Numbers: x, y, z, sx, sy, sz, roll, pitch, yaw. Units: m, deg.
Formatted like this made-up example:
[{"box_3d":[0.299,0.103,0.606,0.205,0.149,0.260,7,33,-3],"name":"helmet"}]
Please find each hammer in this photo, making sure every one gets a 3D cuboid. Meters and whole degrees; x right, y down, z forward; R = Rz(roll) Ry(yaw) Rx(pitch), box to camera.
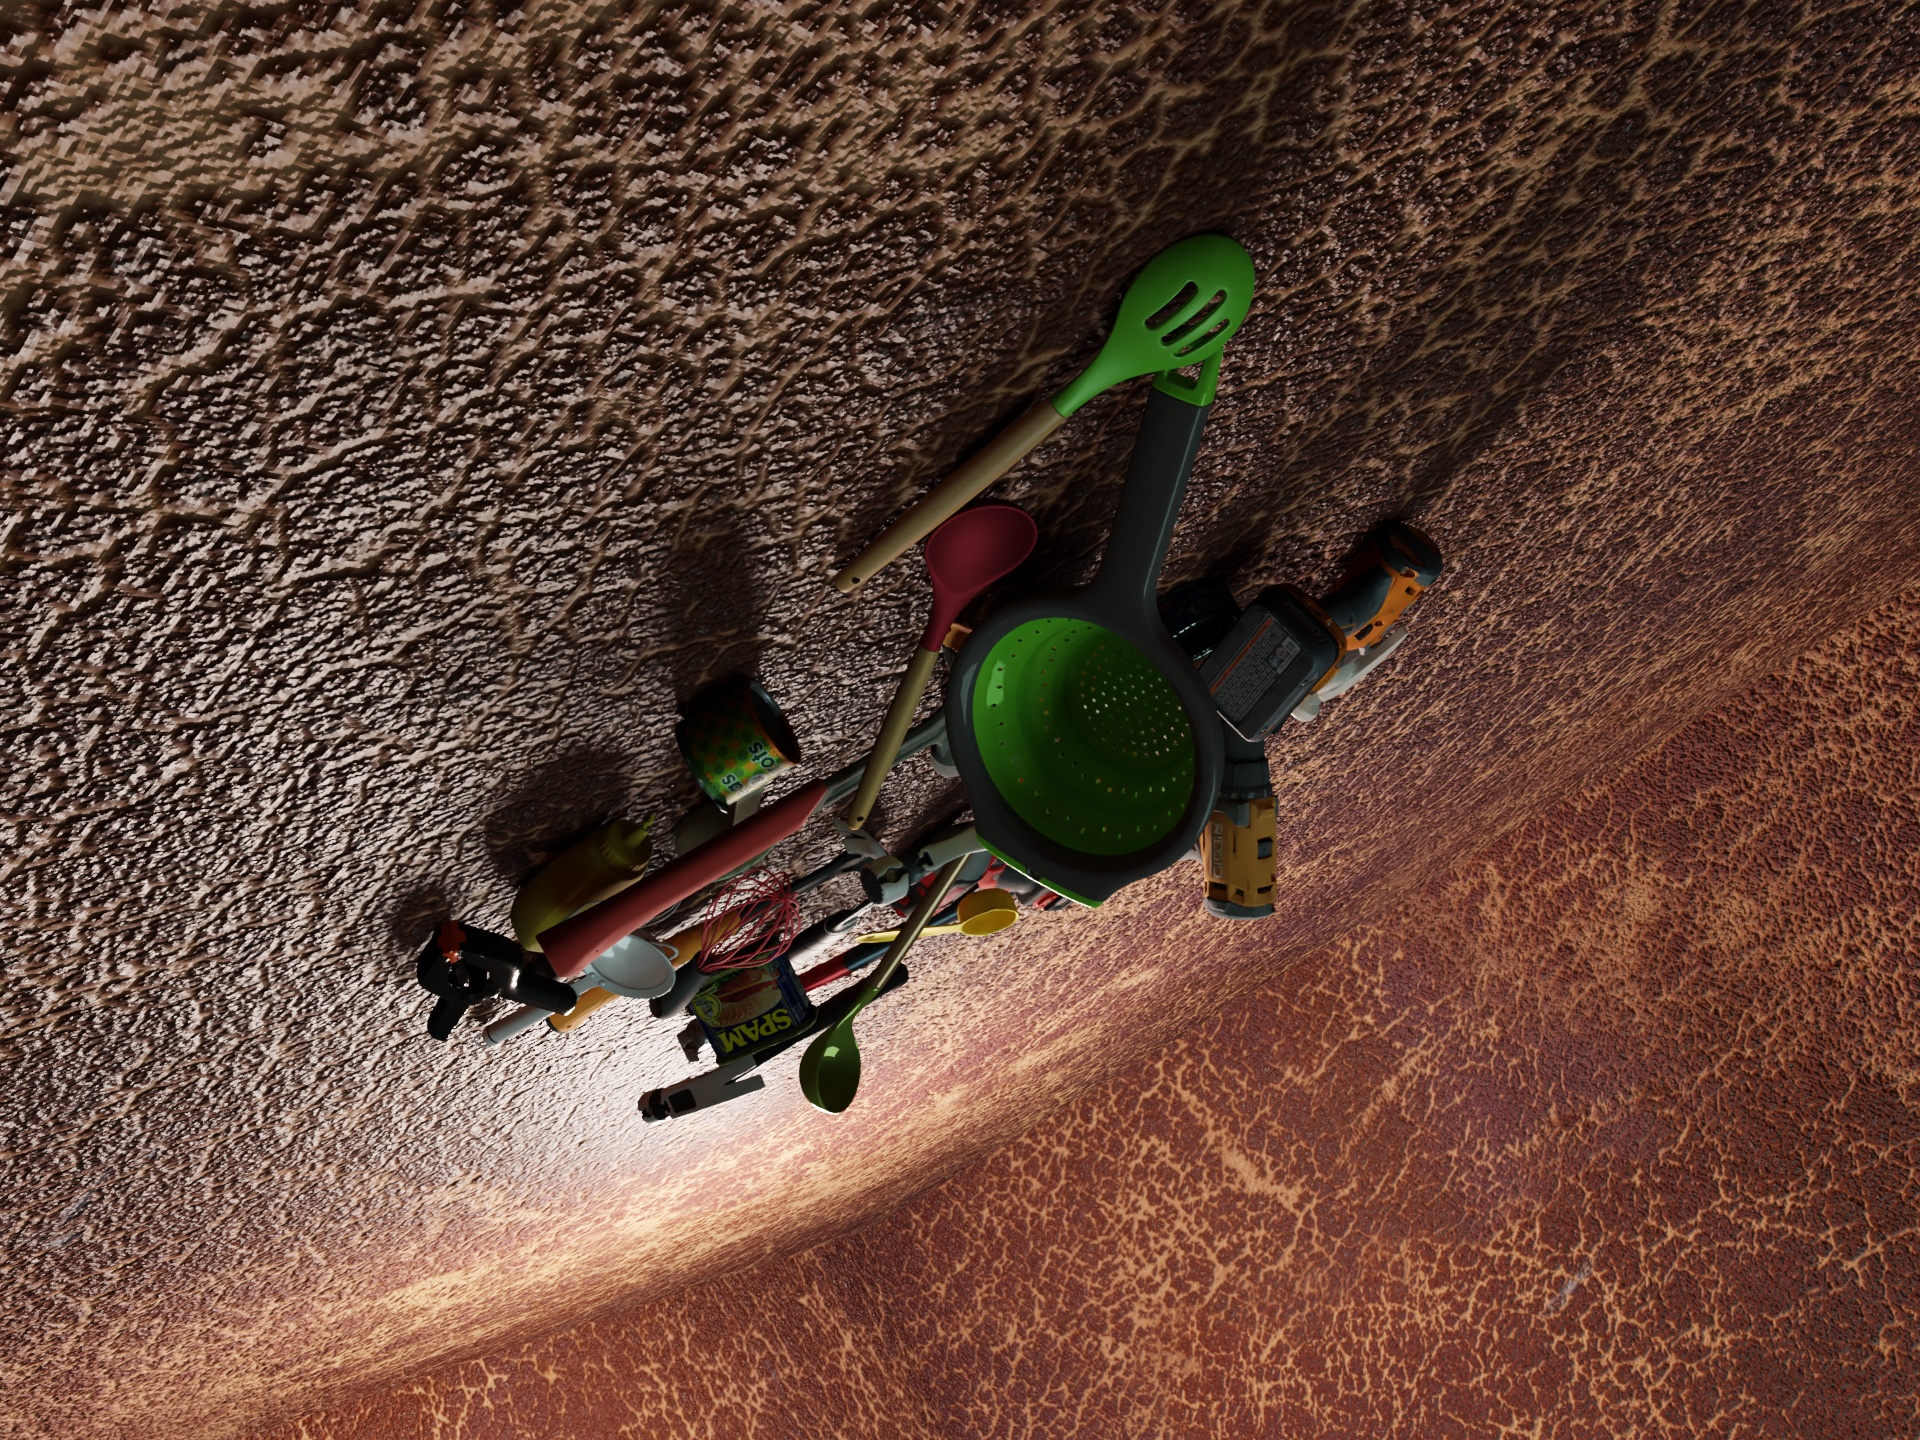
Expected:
[{"box_3d":[-0.223,0.188,1.411,0.337,0.034,0.127,-28,160,3],"name":"hammer"},{"box_3d":[0.245,-0.045,1.424,0.410,0.038,0.146,-4,148,-45],"name":"hammer"},{"box_3d":[-0.160,0.312,1.596,0.146,0.035,0.335,-25,178,38],"name":"hammer"},{"box_3d":[-0.141,0.073,1.153,0.359,0.037,0.149,-30,154,-17],"name":"hammer"},{"box_3d":[-0.110,0.247,1.637,0.386,0.038,0.143,-26,176,-8],"name":"hammer"},{"box_3d":[-0.096,0.173,1.432,0.149,0.036,0.409,-21,170,-34],"name":"hammer"}]

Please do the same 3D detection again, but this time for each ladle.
[{"box_3d":[-0.027,-0.031,1.069,0.069,0.031,0.315,7,134,-21],"name":"ladle"},{"box_3d":[-0.056,0.230,1.459,0.320,0.062,0.078,-57,158,18],"name":"ladle"}]

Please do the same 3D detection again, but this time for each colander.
[{"box_3d":[0.115,-0.067,1.036,0.094,0.205,0.396,-32,144,-50],"name":"colander"}]

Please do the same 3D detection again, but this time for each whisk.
[{"box_3d":[-0.205,0.196,1.323,0.073,0.073,0.295,-11,160,-35],"name":"whisk"},{"box_3d":[-0.290,0.169,1.274,0.055,0.055,0.239,-4,154,-45],"name":"whisk"}]

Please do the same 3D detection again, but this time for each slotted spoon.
[{"box_3d":[0.039,-0.163,0.914,0.313,0.031,0.070,-35,129,28],"name":"slotted spoon"}]

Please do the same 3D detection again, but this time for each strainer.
[{"box_3d":[-0.333,0.230,1.372,0.258,0.050,0.086,-30,118,24],"name":"strainer"}]

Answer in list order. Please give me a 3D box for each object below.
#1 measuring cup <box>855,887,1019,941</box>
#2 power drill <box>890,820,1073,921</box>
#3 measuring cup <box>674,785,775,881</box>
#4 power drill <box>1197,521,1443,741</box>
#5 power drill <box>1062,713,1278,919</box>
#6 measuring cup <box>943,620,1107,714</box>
[{"box_3d":[-0.023,0.185,1.494,0.156,0.029,0.062,-6,151,-11],"name":"measuring cup"},{"box_3d":[0.045,0.136,1.557,0.219,0.079,0.143,-1,147,-43],"name":"power drill"},{"box_3d":[-0.171,0.062,1.188,0.083,0.038,0.167,-16,150,-29],"name":"measuring cup"},{"box_3d":[0.290,-0.066,1.310,0.226,0.084,0.164,-29,160,-43],"name":"power drill"},{"box_3d":[0.186,0.067,1.411,0.084,0.185,0.226,-8,-170,-38],"name":"power drill"},{"box_3d":[0.033,-0.059,1.133,0.173,0.052,0.095,20,126,-44],"name":"measuring cup"}]
